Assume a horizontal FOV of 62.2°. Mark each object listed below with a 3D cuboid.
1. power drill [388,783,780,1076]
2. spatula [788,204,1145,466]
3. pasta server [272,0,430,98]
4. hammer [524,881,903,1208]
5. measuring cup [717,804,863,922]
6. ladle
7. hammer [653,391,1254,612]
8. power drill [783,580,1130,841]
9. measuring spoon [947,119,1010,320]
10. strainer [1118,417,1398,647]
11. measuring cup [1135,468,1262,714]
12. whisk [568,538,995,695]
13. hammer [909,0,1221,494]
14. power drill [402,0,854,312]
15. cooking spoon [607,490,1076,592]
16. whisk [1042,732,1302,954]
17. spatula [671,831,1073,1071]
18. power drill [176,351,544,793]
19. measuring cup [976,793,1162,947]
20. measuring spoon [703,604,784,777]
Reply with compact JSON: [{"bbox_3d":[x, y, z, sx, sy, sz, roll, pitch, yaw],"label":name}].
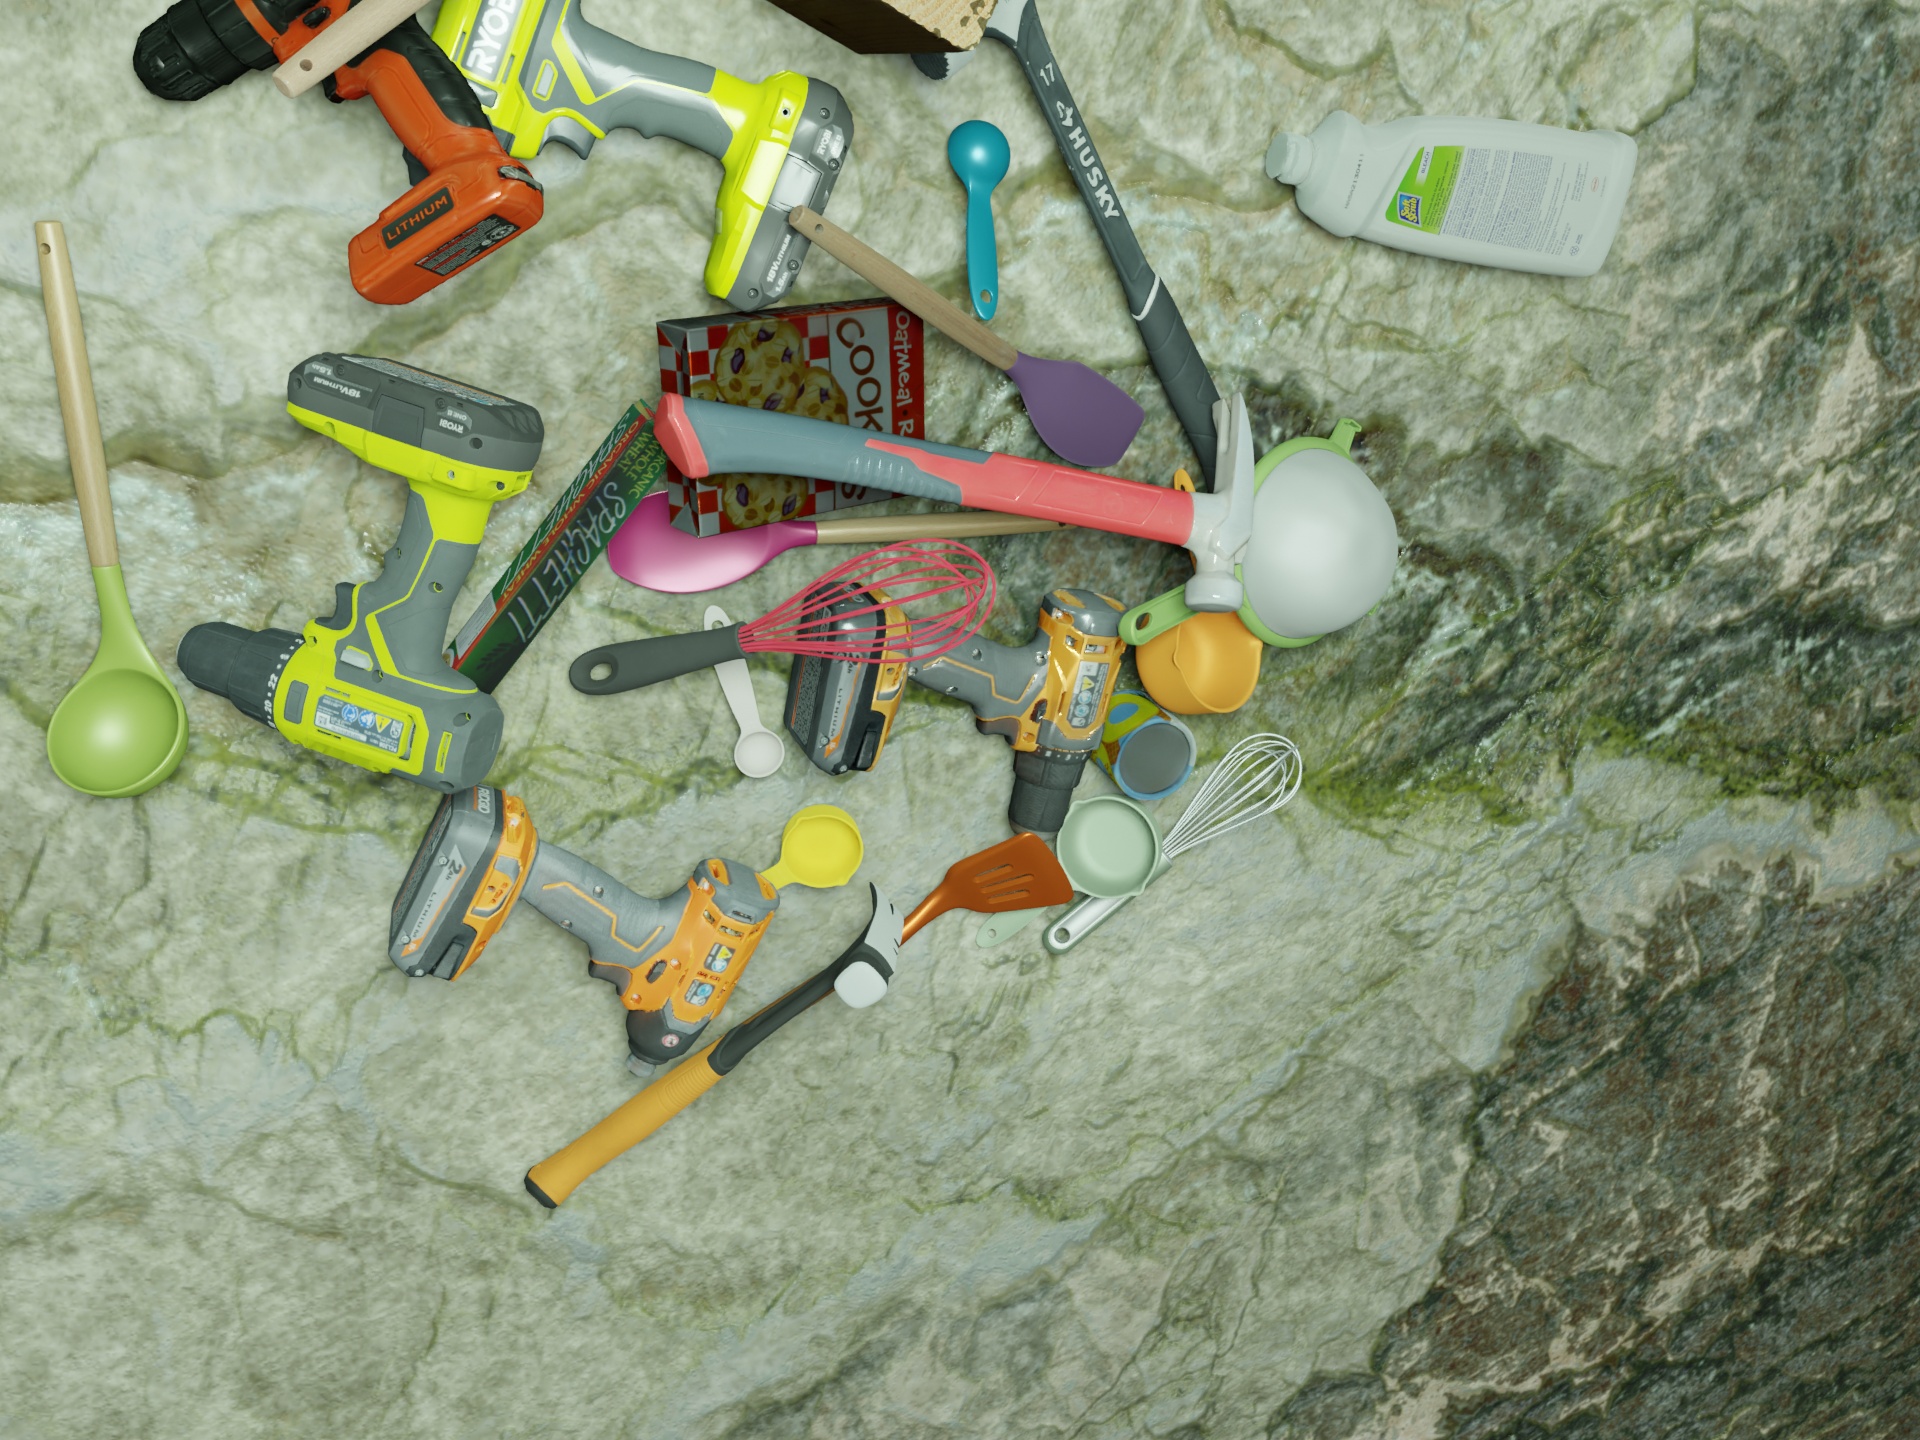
[{"bbox_3d":[-0.253,0.145,1.051,0.226,0.084,0.164,23,104,-24],"label":"power drill"},{"bbox_3d":[0.012,-0.233,0.988,0.315,0.018,0.060,24,101,-44],"label":"spatula"},{"bbox_3d":[-0.221,-0.399,0.790,0.060,0.040,0.316,45,65,-15],"label":"pasta server"},{"bbox_3d":[-0.175,0.237,1.108,0.337,0.127,0.034,-37,103,15],"label":"hammer"},{"bbox_3d":[-0.140,0.110,1.120,0.156,0.029,0.062,-29,114,7],"label":"measuring cup"},{"bbox_3d":[-0.486,-0.110,0.884,0.078,0.062,0.320,1,109,0],"label":"ladle"},{"bbox_3d":[0.009,-0.161,0.961,0.386,0.038,0.143,7,82,-24],"label":"hammer"},{"bbox_3d":[-0.002,-0.003,1.091,0.226,0.084,0.185,3,112,-25],"label":"power drill"},{"bbox_3d":[0.017,-0.307,0.968,0.042,0.021,0.129,2,80,-29],"label":"measuring spoon"},{"bbox_3d":[0.219,-0.101,1.087,0.256,0.069,0.151,-27,116,-32],"label":"strainer"},{"bbox_3d":[0.157,-0.088,1.129,0.095,0.052,0.173,-13,92,-40],"label":"measuring cup"},{"bbox_3d":[-0.115,-0.054,0.974,0.296,0.073,0.073,-11,119,21],"label":"whisk"},{"bbox_3d":[0.113,-0.293,1.023,0.149,0.036,0.408,-47,125,-20],"label":"hammer"},{"bbox_3d":[-0.189,-0.326,0.893,0.223,0.080,0.171,19,104,-22],"label":"power drill"},{"bbox_3d":[-0.071,-0.125,1.048,0.318,0.017,0.068,-5,114,-17],"label":"cooking spoon"},{"bbox_3d":[0.160,0.096,1.207,0.246,0.059,0.058,-40,80,4],"label":"whisk"},{"bbox_3d":[-0.071,0.180,1.154,0.322,0.041,0.080,-33,128,-1],"label":"spatula"},{"bbox_3d":[-0.343,-0.088,0.912,0.190,0.080,0.228,19,103,5],"label":"power drill"},{"bbox_3d":[0.079,0.118,1.190,0.167,0.038,0.083,-39,83,20],"label":"measuring cup"},{"bbox_3d":[-0.149,-0.020,1.067,0.034,0.018,0.124,-19,110,-11],"label":"measuring spoon"}]
